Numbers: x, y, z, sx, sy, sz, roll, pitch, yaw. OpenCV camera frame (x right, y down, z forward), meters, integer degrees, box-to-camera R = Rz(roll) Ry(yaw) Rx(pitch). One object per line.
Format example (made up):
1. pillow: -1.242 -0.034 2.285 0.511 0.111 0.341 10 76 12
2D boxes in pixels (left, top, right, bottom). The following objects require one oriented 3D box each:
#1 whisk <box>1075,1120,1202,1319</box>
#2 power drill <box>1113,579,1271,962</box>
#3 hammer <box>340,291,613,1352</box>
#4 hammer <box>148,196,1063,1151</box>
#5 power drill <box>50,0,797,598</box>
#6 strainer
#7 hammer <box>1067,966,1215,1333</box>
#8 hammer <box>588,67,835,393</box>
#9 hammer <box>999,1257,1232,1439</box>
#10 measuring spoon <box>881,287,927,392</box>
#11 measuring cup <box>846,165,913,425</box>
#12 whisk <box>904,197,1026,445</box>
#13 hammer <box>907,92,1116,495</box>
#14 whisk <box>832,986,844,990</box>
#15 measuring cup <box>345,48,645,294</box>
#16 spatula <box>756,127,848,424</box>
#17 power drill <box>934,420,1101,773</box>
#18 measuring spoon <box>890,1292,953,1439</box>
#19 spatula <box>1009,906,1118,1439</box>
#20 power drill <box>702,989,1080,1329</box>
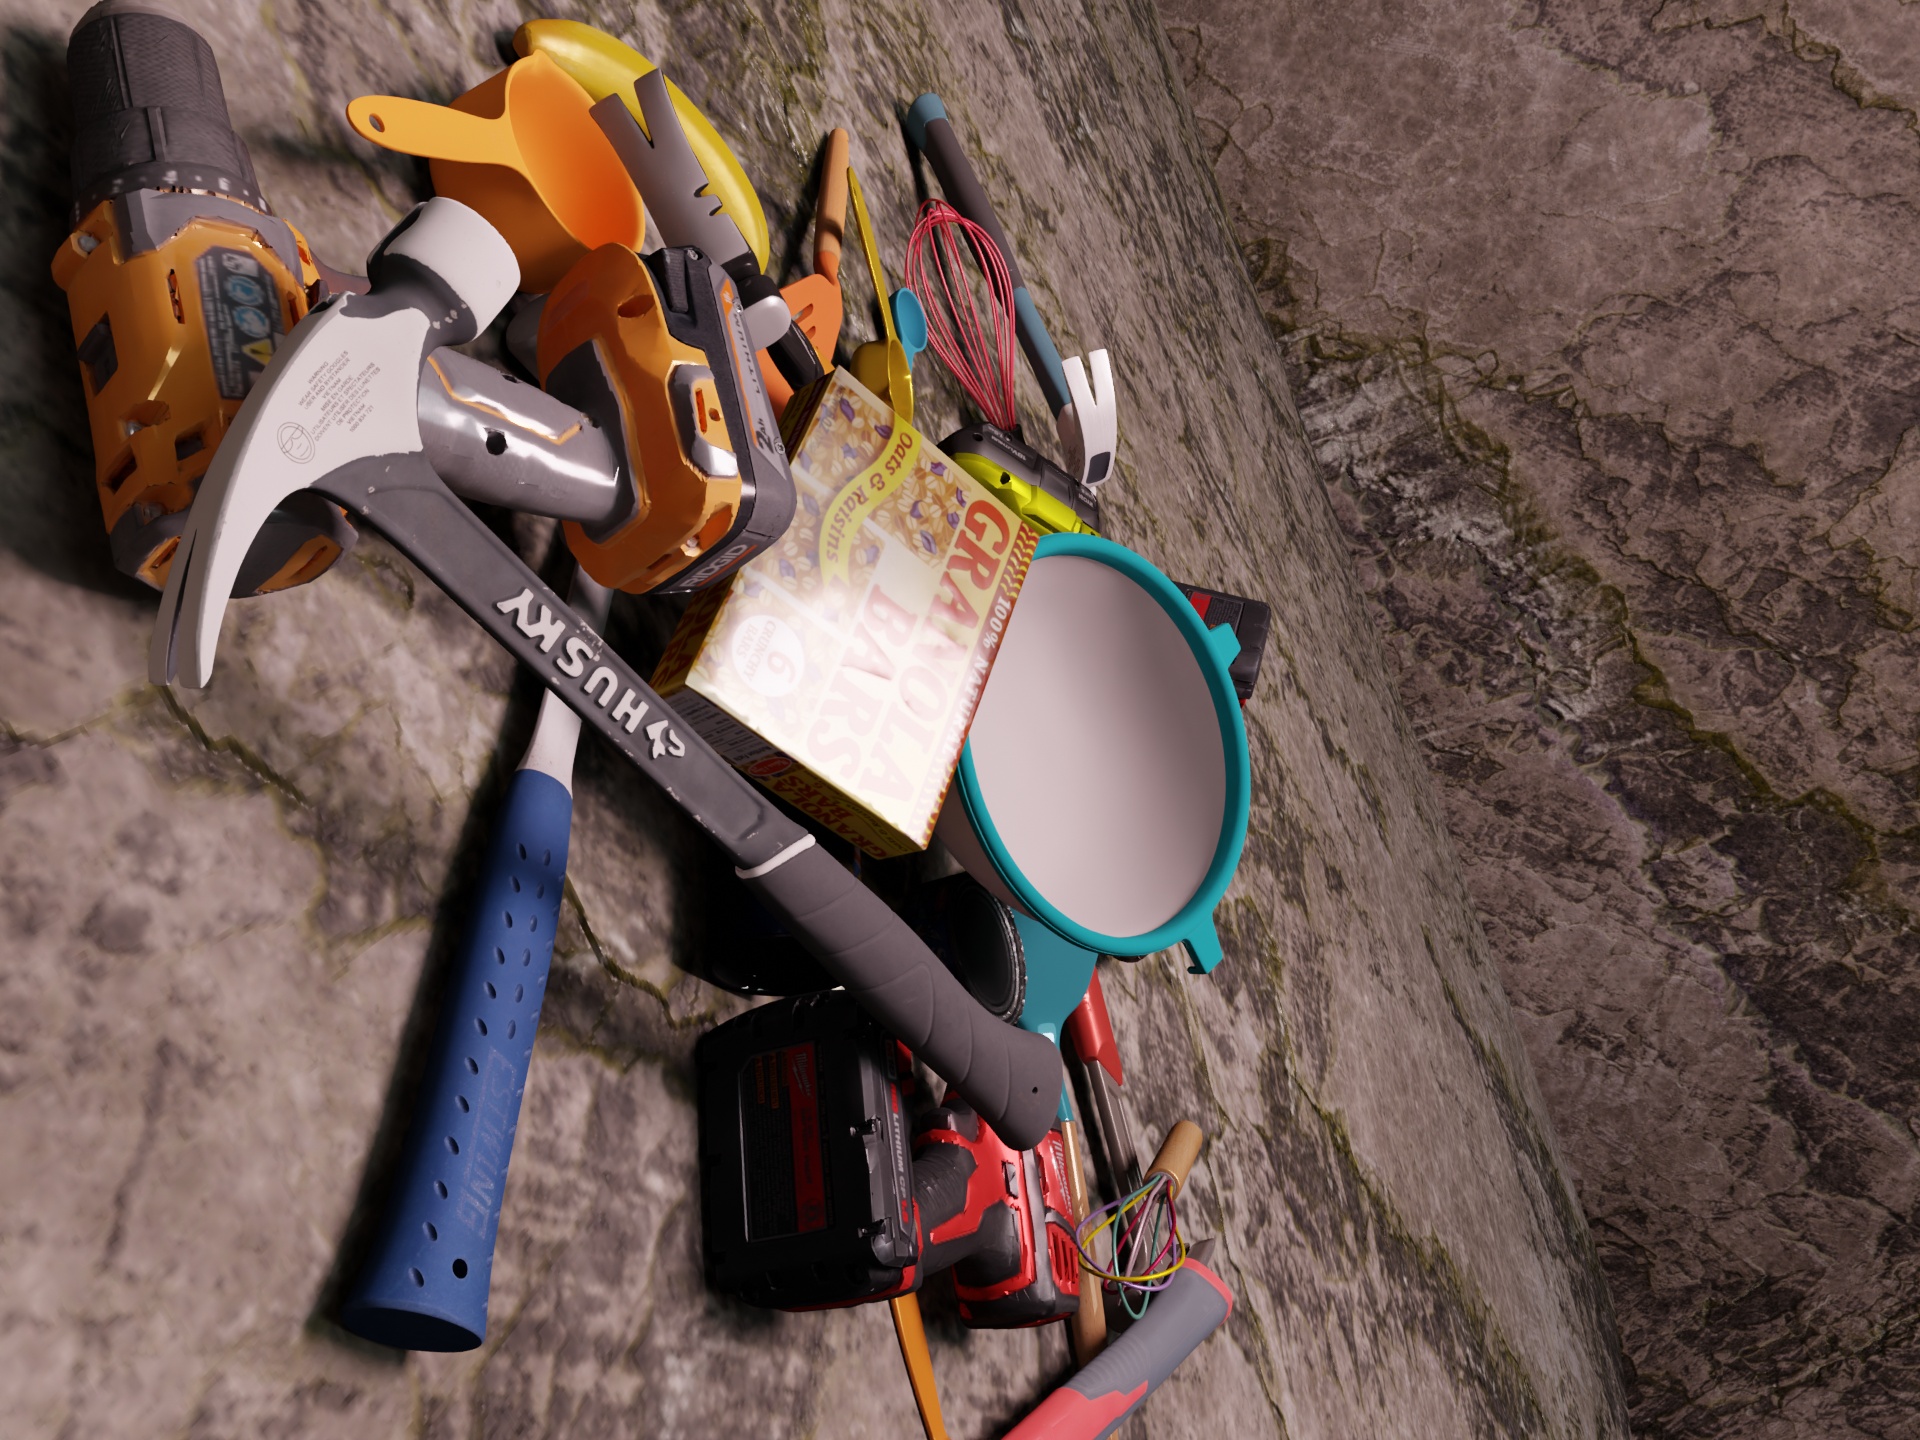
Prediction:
1. whisk: 0.111 0.266 0.880 0.051 0.047 0.245 62 15 6
2. power drill: 0.143 0.038 1.085 0.188 0.080 0.226 -60 162 -60
3. hammer: -0.146 0.019 0.581 0.143 0.035 0.406 50 31 -42
4. hammer: -0.075 0.038 0.526 0.408 0.036 0.149 50 58 -37
5. power drill: -0.175 -0.130 0.526 0.226 0.084 0.185 -2 70 -49
6. strainer: -0.001 -0.002 0.774 0.340 0.095 0.211 23 64 -35
7. hammer: 0.081 0.180 0.988 0.149 0.037 0.359 1 73 -67
8. hammer: -0.079 -0.176 0.781 0.127 0.034 0.336 61 4 15
9. hammer: 0.051 0.350 0.745 0.386 0.038 0.143 0 76 -61
10. measuring spoon: -0.045 -0.225 1.028 0.042 0.021 0.129 49 41 -48
11. measuring cup: -0.059 -0.248 0.949 0.062 0.029 0.156 -66 146 -65
12. whisk: 0.026 -0.225 1.134 0.073 0.073 0.295 -62 135 -60
13. hammer: 0.034 -0.318 1.163 0.128 0.033 0.331 110 -41 -67
14. whisk: -0.059 0.024 0.769 0.059 0.057 0.247 16 57 -23
15. measuring cup: -0.194 -0.215 0.624 0.173 0.052 0.095 -28 99 -65
16. spatula: -0.088 -0.282 0.940 0.323 0.041 0.081 -91 178 -48
17. power drill: 0.016 -0.062 0.940 0.190 0.080 0.229 28 46 -34
18. measuring spoon: -0.016 0.284 0.716 0.021 0.011 0.117 2 72 -66
19. spatula: 0.063 0.249 0.883 0.082 0.044 0.318 2 71 -29
20. power drill: -0.017 0.189 0.695 0.219 0.078 0.143 35 43 -56
